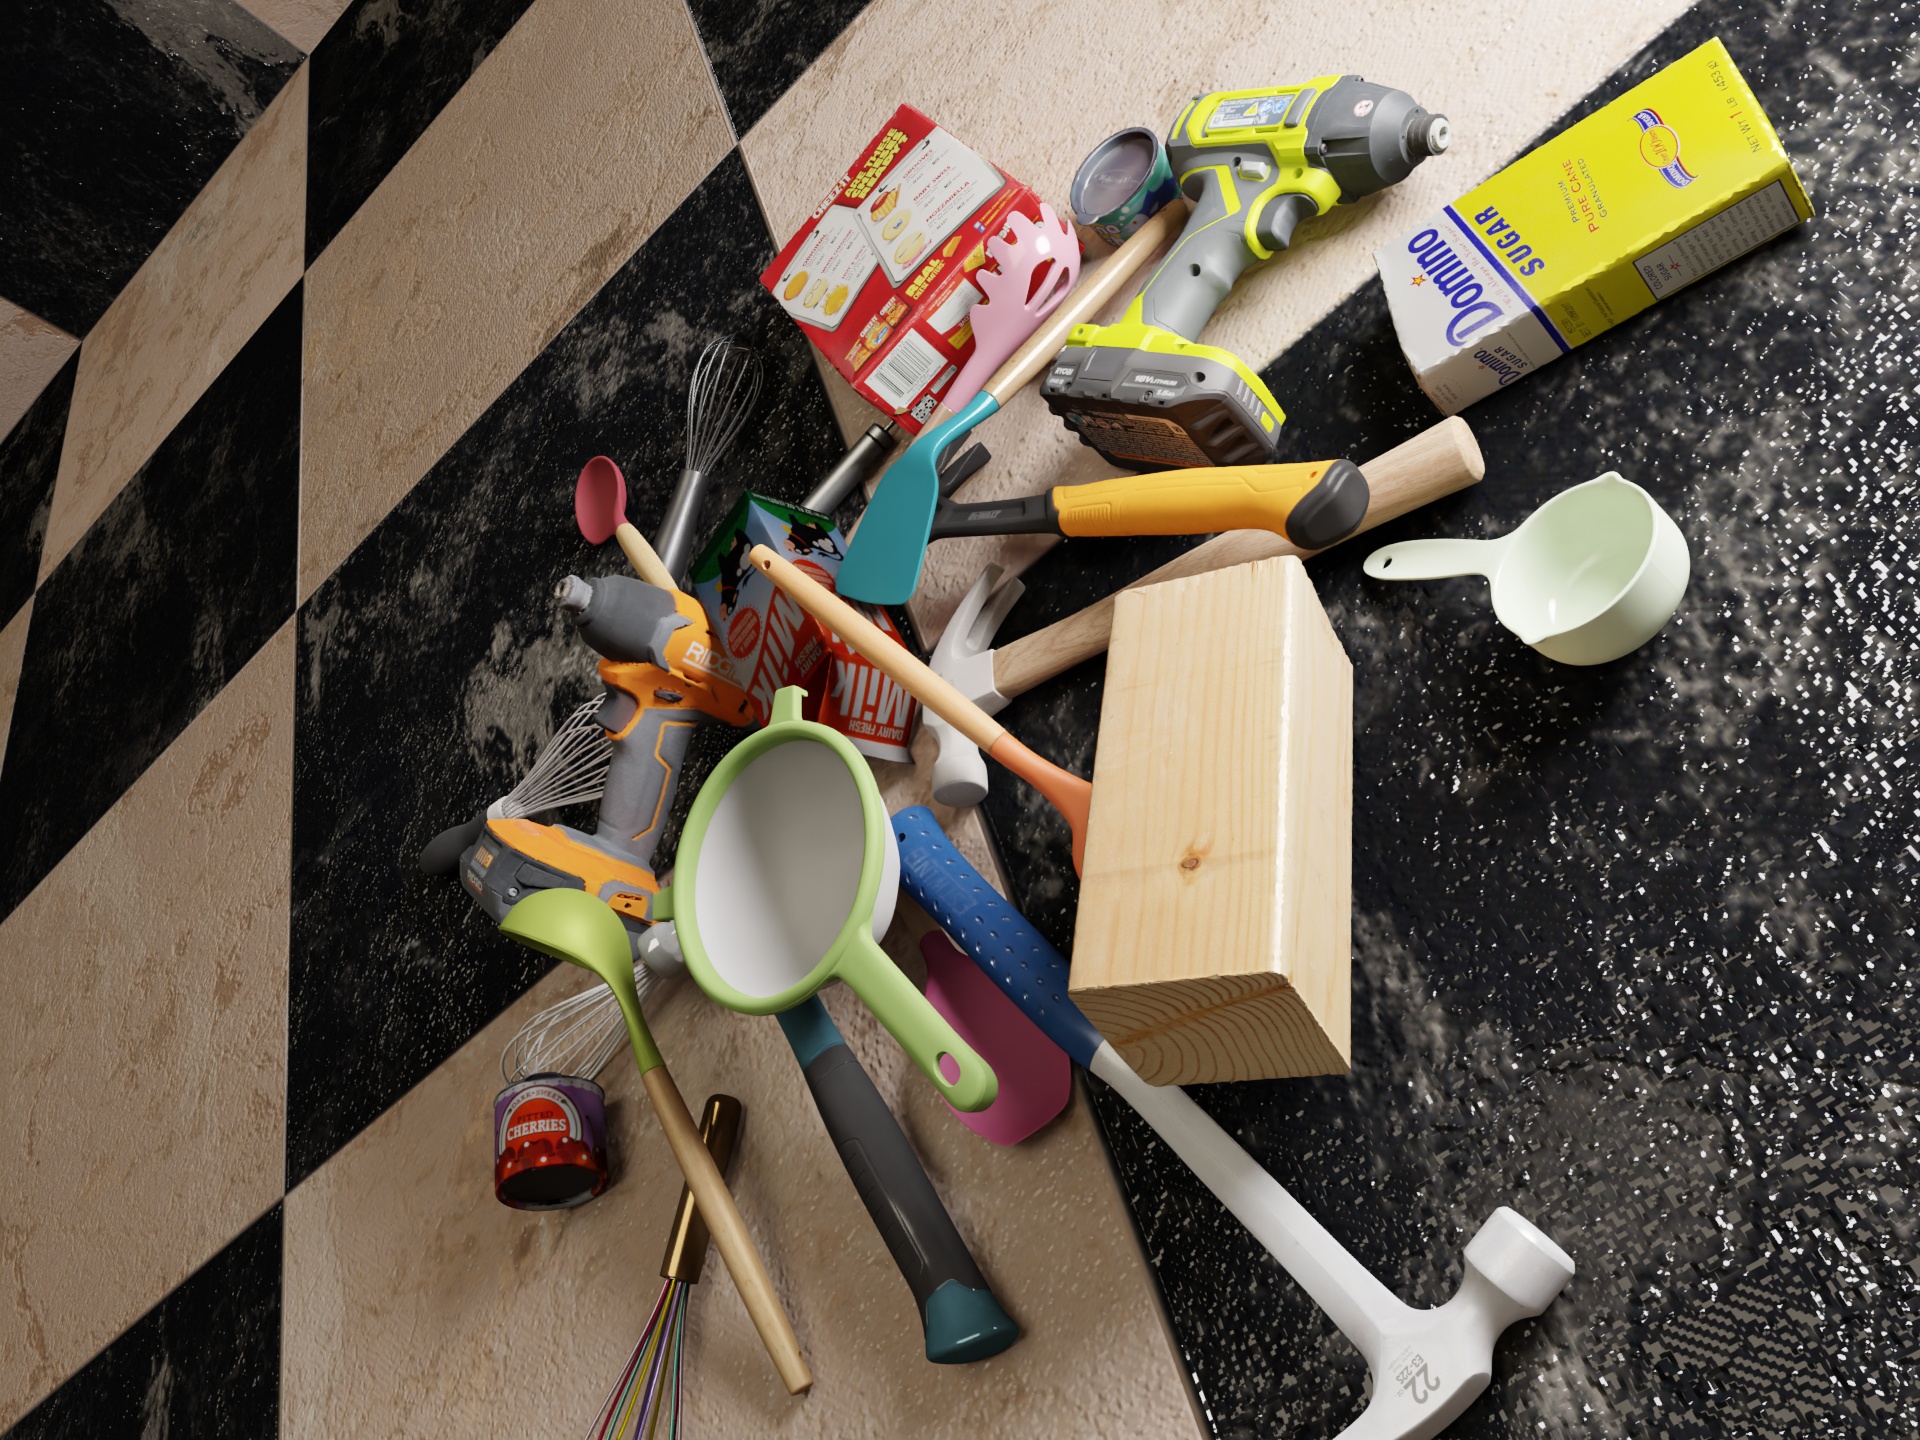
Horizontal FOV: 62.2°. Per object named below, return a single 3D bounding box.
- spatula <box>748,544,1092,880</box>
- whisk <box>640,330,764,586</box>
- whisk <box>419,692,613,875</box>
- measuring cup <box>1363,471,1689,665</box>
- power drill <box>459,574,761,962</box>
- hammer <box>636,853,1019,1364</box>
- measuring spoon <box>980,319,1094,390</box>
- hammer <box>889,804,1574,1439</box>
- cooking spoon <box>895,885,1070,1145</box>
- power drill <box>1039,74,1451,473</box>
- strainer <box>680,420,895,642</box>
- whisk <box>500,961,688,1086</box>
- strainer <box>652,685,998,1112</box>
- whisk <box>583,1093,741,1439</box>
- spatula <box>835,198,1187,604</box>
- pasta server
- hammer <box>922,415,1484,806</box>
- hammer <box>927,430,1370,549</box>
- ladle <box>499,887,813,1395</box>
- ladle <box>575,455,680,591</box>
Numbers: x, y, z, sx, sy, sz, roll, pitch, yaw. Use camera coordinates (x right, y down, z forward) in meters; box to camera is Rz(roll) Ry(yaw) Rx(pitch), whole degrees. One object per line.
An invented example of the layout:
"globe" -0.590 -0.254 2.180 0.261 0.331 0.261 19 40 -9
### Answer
"spatula" -0.001 -0.003 0.829 0.323 0.041 0.081 38 104 22
"whisk" -0.195 -0.180 1.177 0.055 0.055 0.239 7 76 45
"whisk" -0.309 0.054 1.143 0.284 0.070 0.070 -29 49 34
"measuring cup" 0.245 -0.063 0.702 0.083 0.038 0.168 -62 25 -8
"power drill" -0.219 0.023 0.991 0.084 0.164 0.226 25 87 51
"hammer" -0.065 0.188 0.825 0.128 0.033 0.331 -42 48 5
"measuring spoon" 0.040 -0.223 1.003 0.124 0.018 0.034 -14 56 46
"hammer" 0.069 0.159 0.716 0.144 0.035 0.406 -51 43 1
"cooking spoon" -0.025 0.102 0.866 0.069 0.017 0.319 -35 44 1
"power drill" 0.152 -0.246 0.861 0.171 0.080 0.223 19 78 48
"strainer" -0.123 -0.111 1.070 0.258 0.050 0.087 -48 -1 4
"whisk" -0.188 0.155 0.973 0.246 0.059 0.058 -40 29 12
"strainer" -0.047 0.106 0.789 0.257 0.069 0.151 41 104 41
"whisk" -0.156 0.321 0.847 0.051 0.047 0.245 -11 57 41
"spatula" 0.037 -0.193 0.921 0.317 0.044 0.082 -48 31 -17
"pasta server" -0.024 -0.177 0.998 0.316 0.060 0.040 -53 40 18
"hammer" 0.111 -0.069 0.826 0.331 0.031 0.130 -26 51 31
"hammer" 0.073 -0.117 0.842 0.337 0.034 0.127 6 55 51
"ladle" -0.166 0.220 0.863 0.062 0.078 0.320 -34 62 1
"ladle" -0.240 -0.132 1.158 0.316 0.031 0.069 45 123 60
